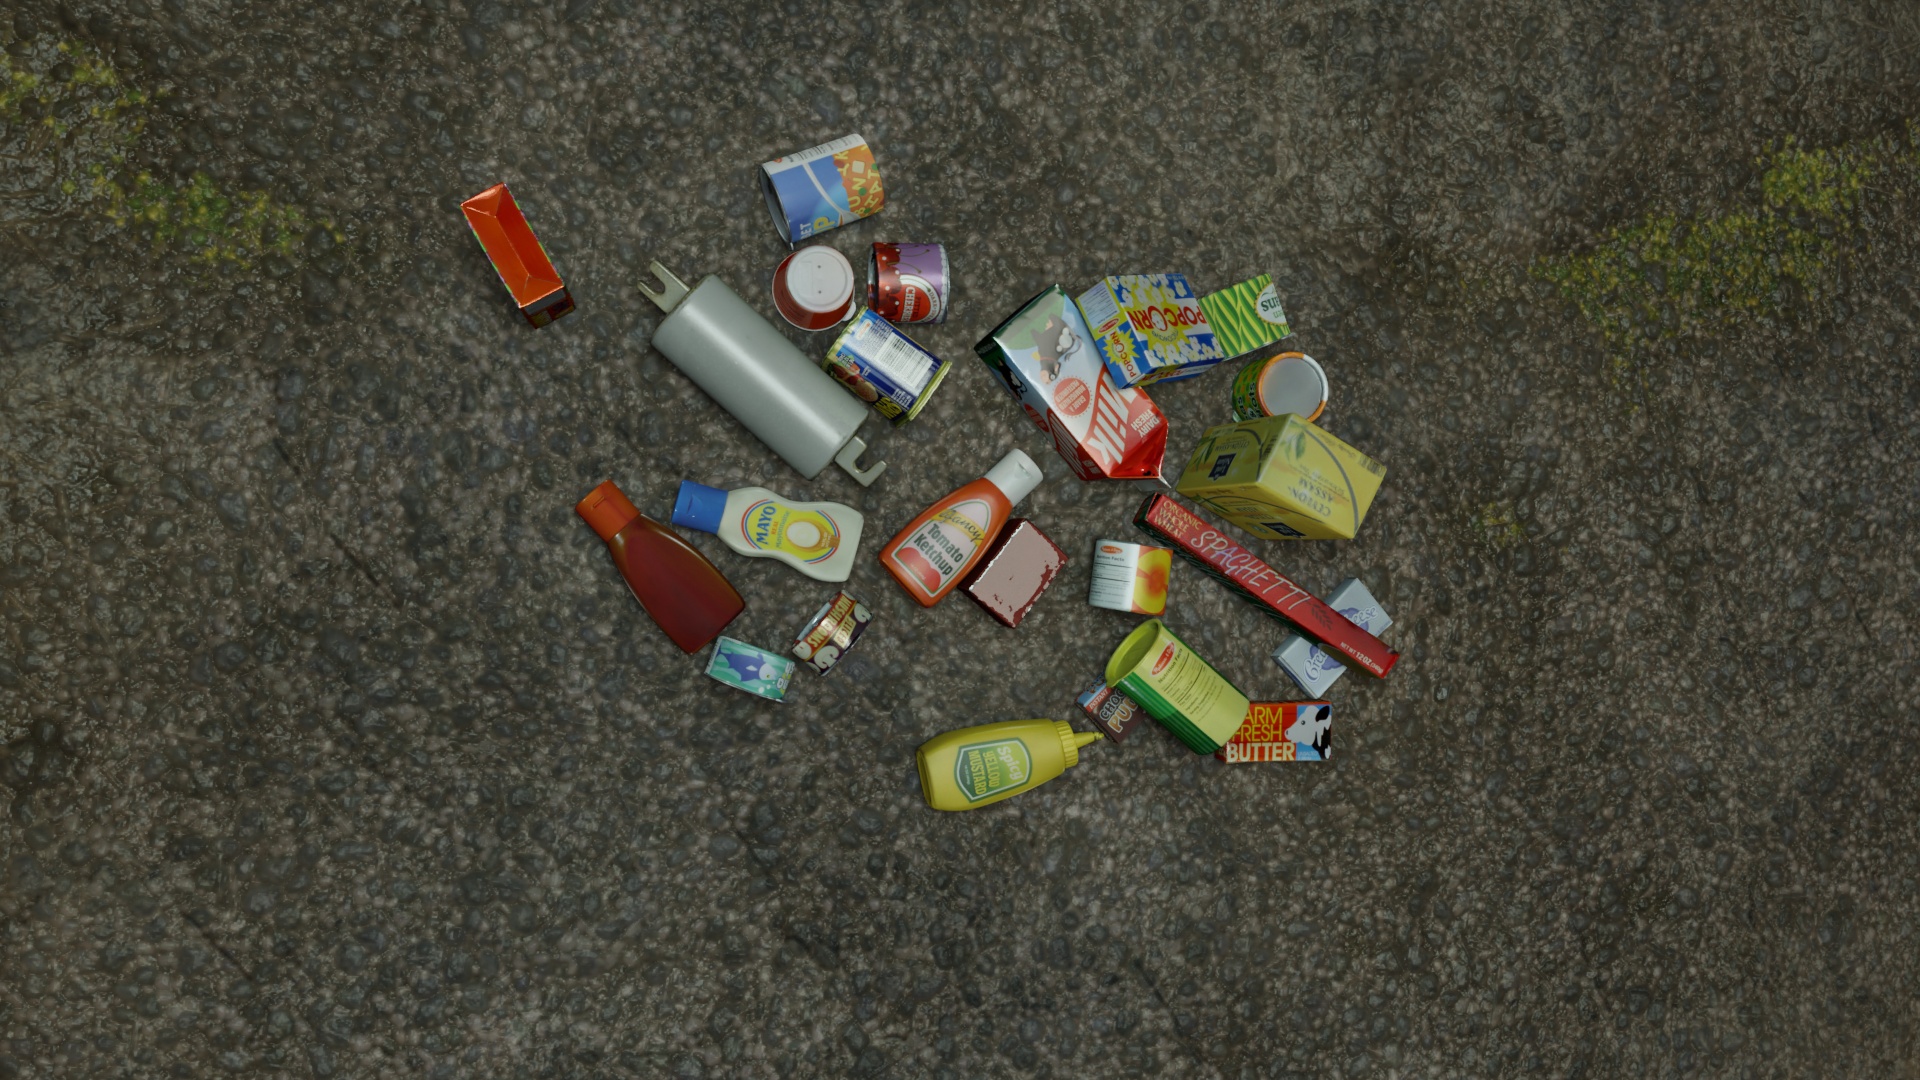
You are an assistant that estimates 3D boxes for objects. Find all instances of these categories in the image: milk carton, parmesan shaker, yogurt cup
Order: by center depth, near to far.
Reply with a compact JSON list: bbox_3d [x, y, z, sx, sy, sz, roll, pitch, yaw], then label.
[{"bbox_3d":[-0.116,-0.207,1.123,0.072,0.054,0.072,0,90,-12],"label":"yogurt cup"},{"bbox_3d":[0.178,0.124,1.150,0.103,0.071,0.071,41,82,-11],"label":"parmesan shaker"},{"bbox_3d":[0.104,-0.115,1.162,0.073,0.072,0.190,-41,98,-10],"label":"milk carton"}]

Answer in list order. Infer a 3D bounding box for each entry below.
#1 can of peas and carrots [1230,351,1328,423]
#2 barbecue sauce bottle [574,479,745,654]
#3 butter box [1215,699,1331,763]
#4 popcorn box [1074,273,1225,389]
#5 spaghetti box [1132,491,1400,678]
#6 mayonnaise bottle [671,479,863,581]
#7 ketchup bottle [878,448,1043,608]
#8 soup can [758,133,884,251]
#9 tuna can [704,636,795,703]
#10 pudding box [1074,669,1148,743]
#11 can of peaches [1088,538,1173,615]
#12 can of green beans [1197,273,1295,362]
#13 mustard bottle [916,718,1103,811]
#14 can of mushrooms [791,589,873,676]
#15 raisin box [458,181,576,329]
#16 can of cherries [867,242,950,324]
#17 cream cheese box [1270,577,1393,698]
[{"bbox_3d":[0.275,-0.127,1.208,0.071,0.058,0.071,0,90,-12],"label":"can of peas and carrots"},{"bbox_3d":[-0.241,0.018,1.100,0.065,0.043,0.148,-43,98,-9],"label":"barbecue sauce bottle"},{"bbox_3d":[0.276,0.168,1.225,0.104,0.024,0.053,1,90,-13],"label":"butter box"},{"bbox_3d":[0.159,-0.175,1.150,0.127,0.038,0.085,-15,77,-50],"label":"popcorn box"},{"bbox_3d":[0.260,0.039,1.192,0.250,0.050,0.029,34,84,-2],"label":"spaghetti box"},{"bbox_3d":[-0.156,-0.012,1.120,0.148,0.041,0.064,15,89,-13],"label":"mayonnaise bottle"},{"bbox_3d":[0.004,-0.014,1.155,0.149,0.043,0.064,-44,93,-10],"label":"ketchup bottle"},{"bbox_3d":[-0.111,-0.281,1.119,0.084,0.071,0.071,-22,95,-12],"label":"soup can"},{"bbox_3d":[-0.165,0.102,1.104,0.071,0.071,0.033,21,86,-12],"label":"tuna can"},{"bbox_3d":[0.145,0.127,1.193,0.084,0.030,0.049,-44,98,-9],"label":"pudding box"},{"bbox_3d":[0.145,0.031,1.176,0.071,0.071,0.058,8,88,-12],"label":"can of peaches"},{"bbox_3d":[0.244,-0.192,1.197,0.071,0.071,0.057,-21,95,-12],"label":"can of green beans"},{"bbox_3d":[0.046,0.180,1.161,0.160,0.049,0.065,-13,95,-12],"label":"mustard bottle"},{"bbox_3d":[-0.103,0.074,1.117,0.033,0.071,0.071,42,82,-8],"label":"can of mushrooms"},{"bbox_3d":[-0.329,-0.211,1.040,0.040,0.123,0.086,-31,97,-10],"label":"raisin box"},{"bbox_3d":[-0.043,-0.208,1.131,0.058,0.071,0.071,-1,90,-12],"label":"can of cherries"},{"bbox_3d":[0.331,0.087,1.237,0.104,0.024,0.053,-43,97,-9],"label":"cream cheese box"}]
